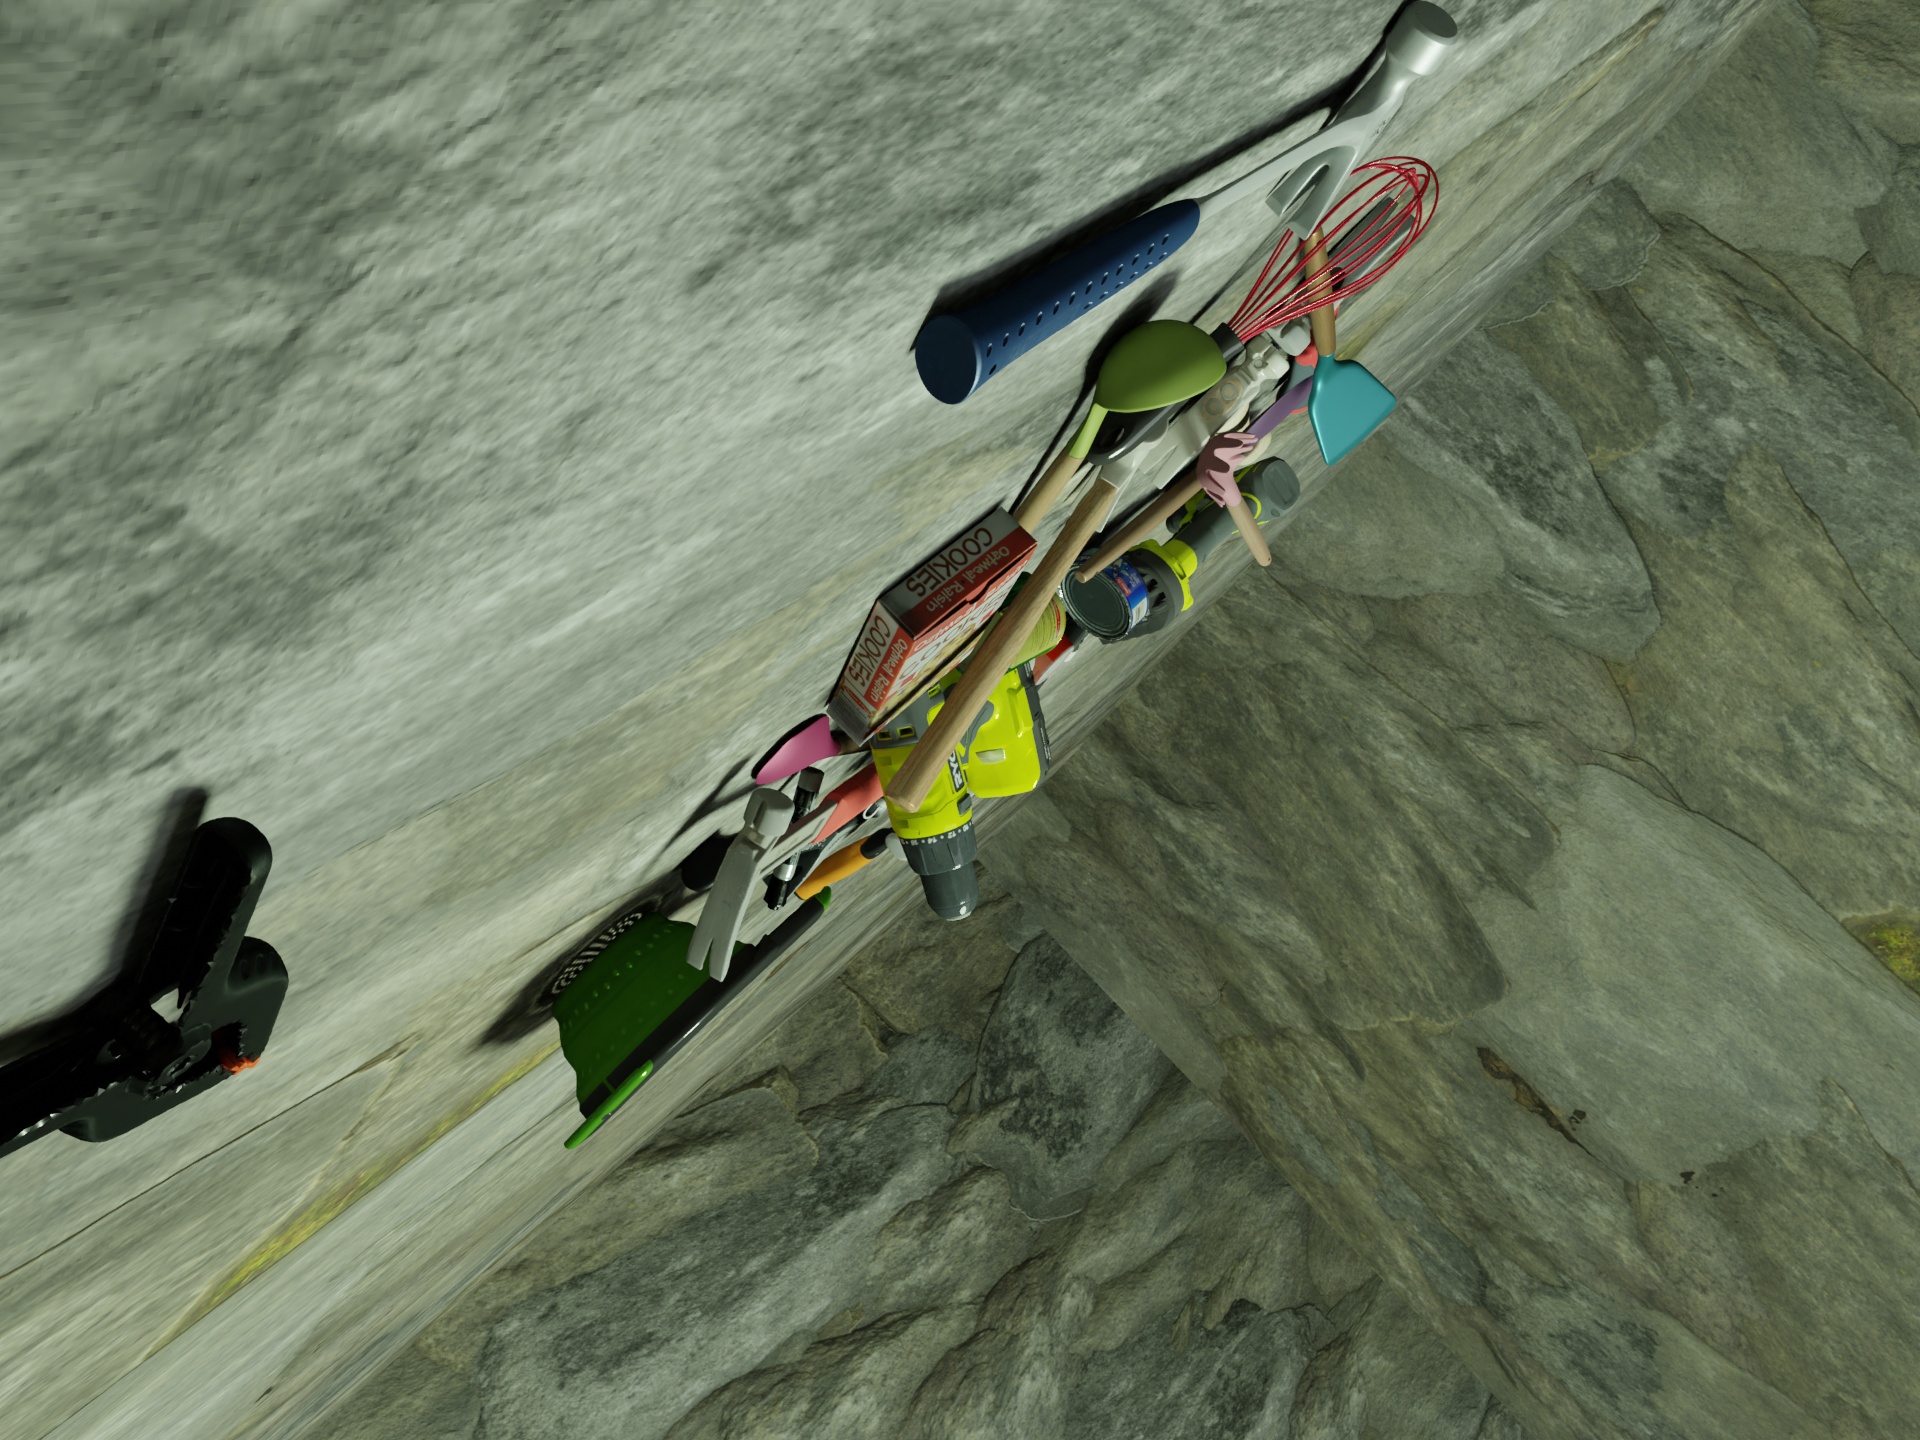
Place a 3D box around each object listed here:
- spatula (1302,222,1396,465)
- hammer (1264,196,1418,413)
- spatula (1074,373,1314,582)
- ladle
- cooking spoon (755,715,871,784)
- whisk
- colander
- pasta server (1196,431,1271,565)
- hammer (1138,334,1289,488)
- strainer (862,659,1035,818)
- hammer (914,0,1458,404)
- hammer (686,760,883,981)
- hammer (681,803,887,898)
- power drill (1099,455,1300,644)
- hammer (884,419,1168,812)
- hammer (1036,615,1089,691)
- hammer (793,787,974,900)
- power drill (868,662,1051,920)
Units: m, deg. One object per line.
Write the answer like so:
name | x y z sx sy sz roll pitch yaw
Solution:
spatula | 0.294 -0.299 1.246 0.082 0.044 0.317 -43 159 3
hammer | 0.331 -0.353 1.448 0.143 0.038 0.386 -47 173 5
spatula | 0.207 -0.210 1.358 0.316 0.018 0.059 -40 166 -24
ladle | 0.074 -0.156 1.056 0.078 0.062 0.320 -39 174 -33
cooking spoon | -0.094 0.020 1.270 0.068 0.017 0.319 -47 172 11
whisk | 0.199 -0.274 1.075 0.296 0.073 0.073 -40 174 8
colander | -0.216 0.192 1.291 0.204 0.094 0.397 -46 177 25
pasta server | 0.253 -0.185 1.408 0.060 0.040 0.316 -63 158 -2
hammer | 0.249 -0.266 1.495 0.146 0.038 0.410 -44 174 12
strainer | -0.002 -0.005 1.462 0.258 0.050 0.086 -48 149 5
hammer | 0.117 -0.252 0.807 0.405 0.035 0.144 -39 171 -37
hammer | -0.095 0.073 1.252 0.149 0.037 0.359 -67 167 23
hammer | -0.161 0.115 1.387 0.149 0.036 0.409 -44 173 7
power drill | 0.215 -0.171 1.581 0.223 0.080 0.171 -41 -166 -29
hammer | 0.045 -0.077 1.153 0.331 0.031 0.130 -57 180 -10
hammer | 0.070 -0.031 1.659 0.335 0.035 0.146 -50 178 -42
hammer | -0.088 0.122 1.586 0.127 0.034 0.337 -44 -174 -32
power drill | 0.001 0.039 1.296 0.080 0.190 0.228 -9 -167 23
